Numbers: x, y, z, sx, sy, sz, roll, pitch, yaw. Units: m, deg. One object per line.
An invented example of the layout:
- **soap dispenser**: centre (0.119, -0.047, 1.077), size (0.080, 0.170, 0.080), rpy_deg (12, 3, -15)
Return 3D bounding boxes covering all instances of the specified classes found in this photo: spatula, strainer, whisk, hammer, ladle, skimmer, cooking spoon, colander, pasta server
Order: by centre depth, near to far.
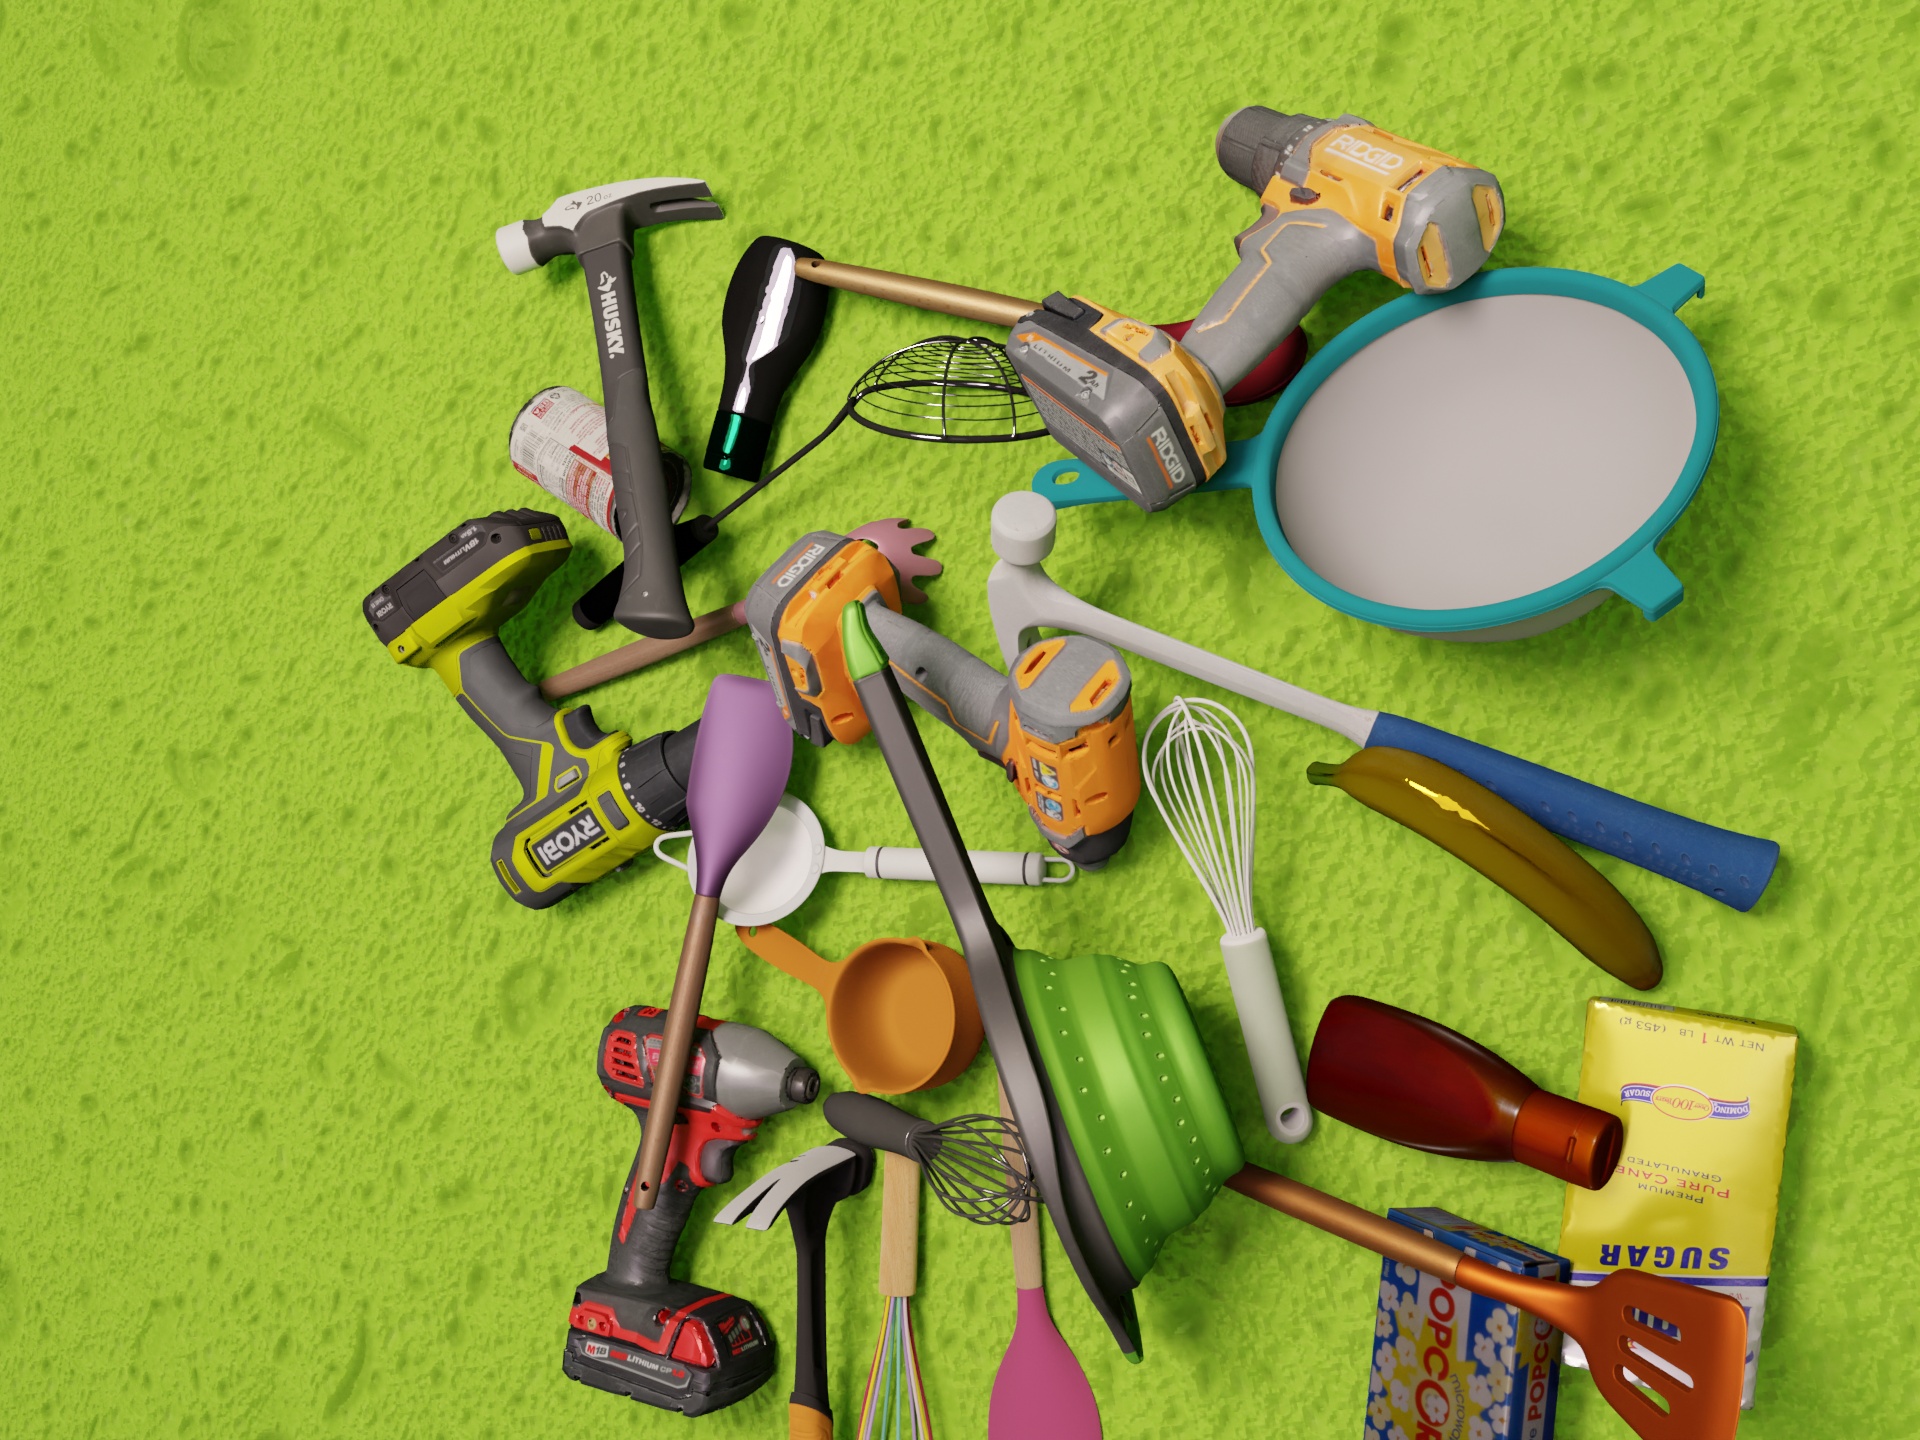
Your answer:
- **spatula**: centre (0.211, 0.251, 0.750), size (0.323, 0.041, 0.081), rpy_deg (10, 92, 48)
- **colander**: centre (0.052, 0.112, 0.793), size (0.094, 0.204, 0.397), rpy_deg (-22, 97, 4)
- **strainer**: centre (0.203, -0.111, 0.810), size (0.340, 0.095, 0.211), rpy_deg (-1, 60, 31)
- **hammer**: centre (0.198, 0.003, 0.812), size (0.405, 0.144, 0.035), rpy_deg (23, 58, 16)
- **whisk**: centre (0.145, 0.105, 0.829), size (0.058, 0.059, 0.246), rpy_deg (-15, 97, -1)
- **whisk**: centre (-0.023, 0.227, 0.855), size (0.239, 0.055, 0.055), rpy_deg (-7, 82, 62)
- **cooking spoon**: centre (0.037, 0.294, 0.901), size (0.069, 0.017, 0.319), rpy_deg (-7, 84, 23)
- **hammer**: centre (-0.088, 0.419, 0.904), size (0.034, 0.127, 0.337), rpy_deg (0, 92, 25)
- **ladle**: centre (0.044, -0.231, 0.912), size (0.315, 0.031, 0.069), rpy_deg (17, 67, 19)
- **whisk**: centre (-0.035, 0.354, 0.921), size (0.047, 0.051, 0.245), rpy_deg (2, 82, -1)
- **spatula**: centre (-0.152, 0.129, 0.937), size (0.060, 0.018, 0.316), rpy_deg (11, 85, 4)
- **strainer**: centre (-0.057, 0.086, 0.946), size (0.258, 0.050, 0.087), rpy_deg (1, 68, 18)
- **skimmer**: centre (-0.098, -0.122, 0.962), size (0.363, 0.127, 0.090), rpy_deg (-30, 99, 31)
- **hammer**: centre (-0.199, -0.197, 0.975), size (0.146, 0.035, 0.335), rpy_deg (-17, 64, 7)
- **pasta server**: centre (-0.157, -0.058, 1.010), size (0.316, 0.040, 0.060), rpy_deg (-19, 79, 26)

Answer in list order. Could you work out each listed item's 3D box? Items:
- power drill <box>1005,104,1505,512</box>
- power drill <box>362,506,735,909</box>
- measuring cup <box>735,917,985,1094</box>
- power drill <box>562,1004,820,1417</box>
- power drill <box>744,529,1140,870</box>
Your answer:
- **power drill**: centre (0.134, -0.229, 0.819), size (0.226, 0.084, 0.186), rpy_deg (-39, 45, -3)
- **power drill**: centre (-0.251, -0.015, 1.001), size (0.190, 0.080, 0.228), rpy_deg (-31, 91, 20)
- **measuring cup**: centre (-0.059, 0.155, 0.939), size (0.174, 0.052, 0.095), rpy_deg (24, 95, 35)
- **power drill**: centre (-0.159, 0.290, 0.960), size (0.143, 0.078, 0.220), rpy_deg (4, 85, 24)
- **power drill**: centre (-0.001, -0.003, 0.880), size (0.227, 0.164, 0.084), rpy_deg (25, 59, 28)
